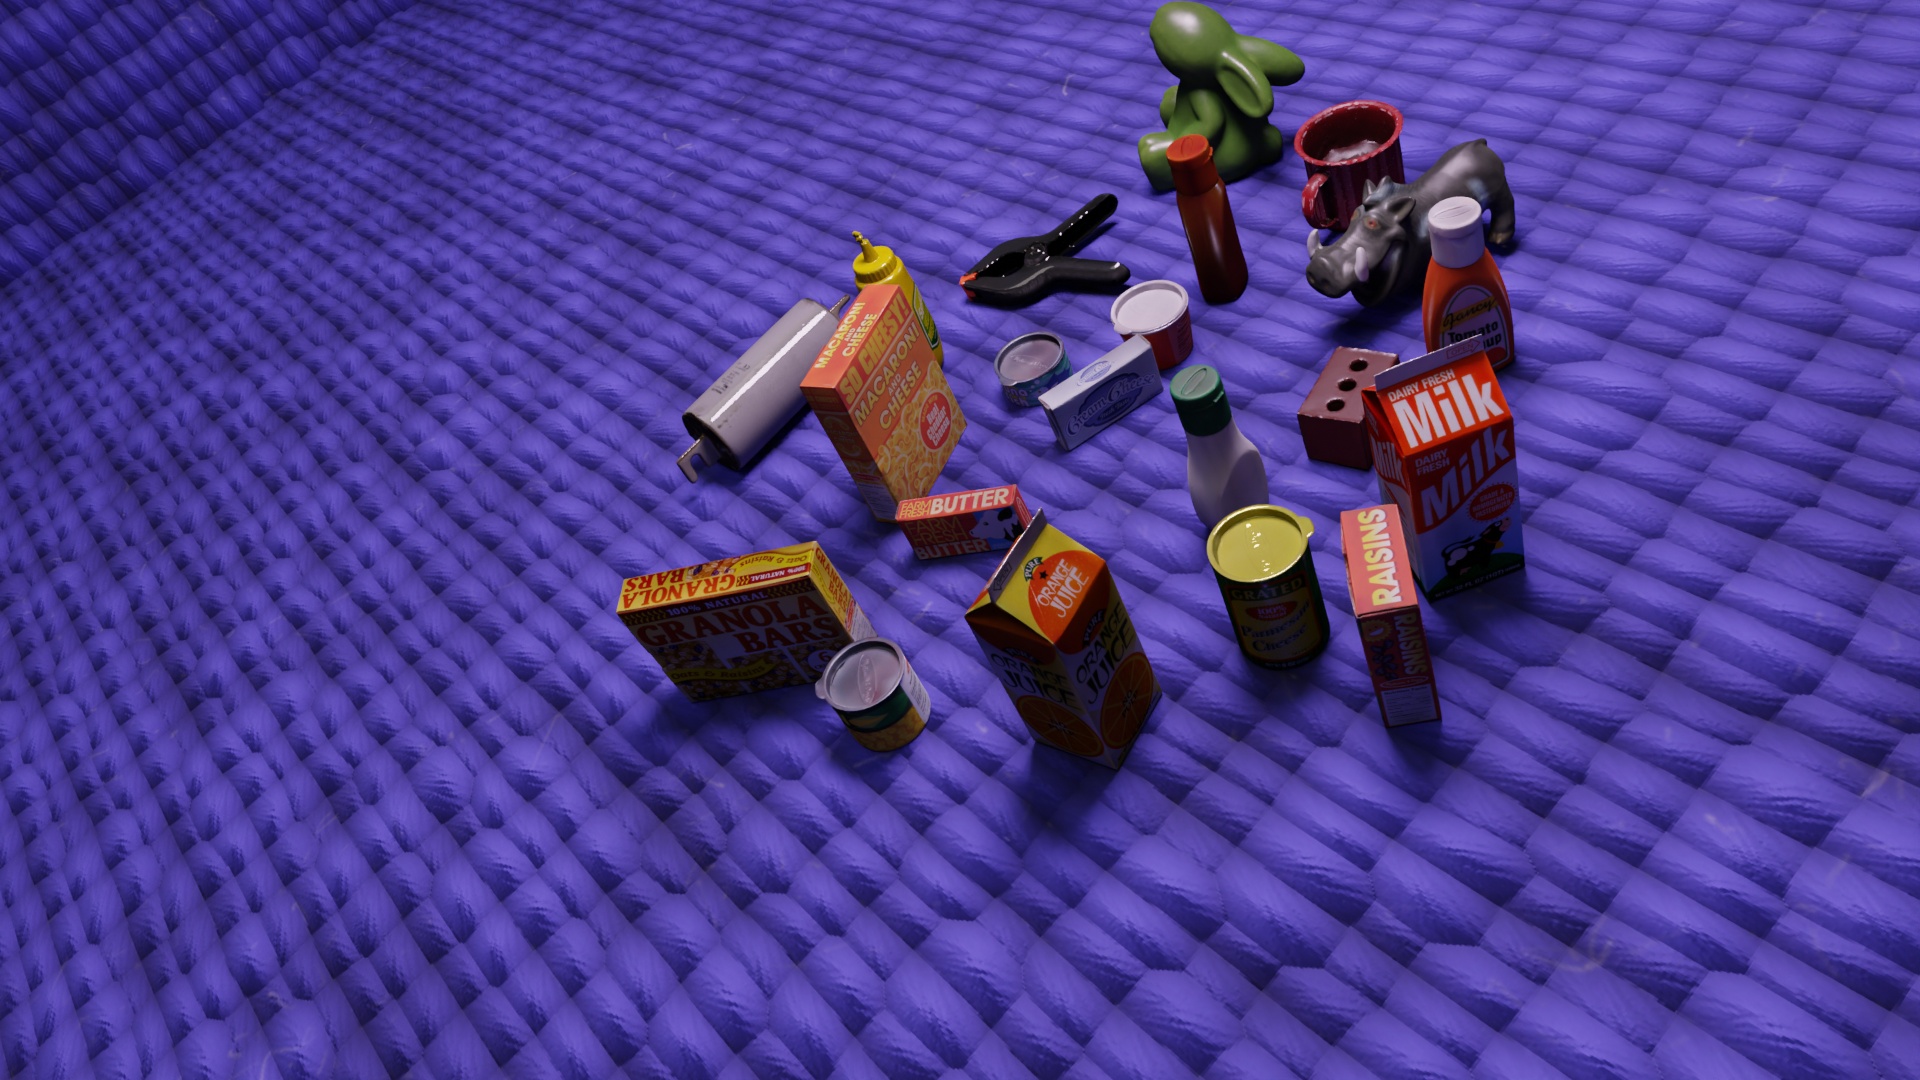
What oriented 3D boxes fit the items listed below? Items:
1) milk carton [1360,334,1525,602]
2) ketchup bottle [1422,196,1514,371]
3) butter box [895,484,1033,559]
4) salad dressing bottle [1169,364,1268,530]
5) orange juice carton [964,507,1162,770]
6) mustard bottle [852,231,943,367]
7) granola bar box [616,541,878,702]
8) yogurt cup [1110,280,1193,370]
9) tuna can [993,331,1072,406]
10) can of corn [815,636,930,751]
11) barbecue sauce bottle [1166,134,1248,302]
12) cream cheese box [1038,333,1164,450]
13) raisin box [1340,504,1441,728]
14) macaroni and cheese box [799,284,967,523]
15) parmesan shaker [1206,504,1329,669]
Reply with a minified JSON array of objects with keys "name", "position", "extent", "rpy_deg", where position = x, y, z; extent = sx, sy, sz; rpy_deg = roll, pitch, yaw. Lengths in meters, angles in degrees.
[{"name":"milk carton","position":[0.317,-0.053,0.914],"extent":[0.072,0.189,0.074],"rpy_deg":[-22,44,6]},{"name":"ketchup bottle","position":[0.377,-0.188,1.041],"extent":[0.064,0.148,0.044],"rpy_deg":[-15,45,13]},{"name":"butter box","position":[0.004,-0.014,1.130],"extent":[0.103,0.053,0.024],"rpy_deg":[-7,47,20]},{"name":"salad dressing bottle","position":[0.189,-0.065,1.018],"extent":[0.044,0.147,0.064],"rpy_deg":[24,63,40]},{"name":"orange juice carton","position":[0.066,0.065,0.924],"extent":[0.073,0.192,0.072],"rpy_deg":[15,58,36]},{"name":"mustard bottle","position":[-0.062,-0.220,1.278],"extent":[0.049,0.159,0.065],"rpy_deg":[-14,45,14]},{"name":"granola bar box","position":[-0.165,0.067,1.085],"extent":[0.165,0.123,0.039],"rpy_deg":[-11,46,17]},{"name":"yogurt cup","position":[0.170,-0.185,1.209],"extent":[0.072,0.053,0.073],"rpy_deg":[-14,45,14]},{"name":"tuna can","position":[0.064,-0.152,1.245],"extent":[0.071,0.032,0.071],"rpy_deg":[-14,45,14]},{"name":"can of corn","position":[-0.064,0.116,1.038],"extent":[0.071,0.058,0.071],"rpy_deg":[-14,45,14]},{"name":"barbecue sauce bottle","position":[0.215,-0.281,1.209],"extent":[0.043,0.148,0.065],"rpy_deg":[-6,48,22]},{"name":"cream cheese box","position":[0.121,-0.125,1.177],"extent":[0.104,0.053,0.024],"rpy_deg":[-33,44,-5]},{"name":"raisin box","position":[0.274,0.049,0.887],"extent":[0.040,0.123,0.086],"rpy_deg":[-11,46,17]},{"name":"macaroni and cheese box","position":[-0.062,-0.113,1.174],"extent":[0.040,0.165,0.124],"rpy_deg":[7,53,31]},{"name":"parmesan shaker","position":[0.214,0.033,0.947],"extent":[0.071,0.102,0.072],"rpy_deg":[-14,45,14]}]
